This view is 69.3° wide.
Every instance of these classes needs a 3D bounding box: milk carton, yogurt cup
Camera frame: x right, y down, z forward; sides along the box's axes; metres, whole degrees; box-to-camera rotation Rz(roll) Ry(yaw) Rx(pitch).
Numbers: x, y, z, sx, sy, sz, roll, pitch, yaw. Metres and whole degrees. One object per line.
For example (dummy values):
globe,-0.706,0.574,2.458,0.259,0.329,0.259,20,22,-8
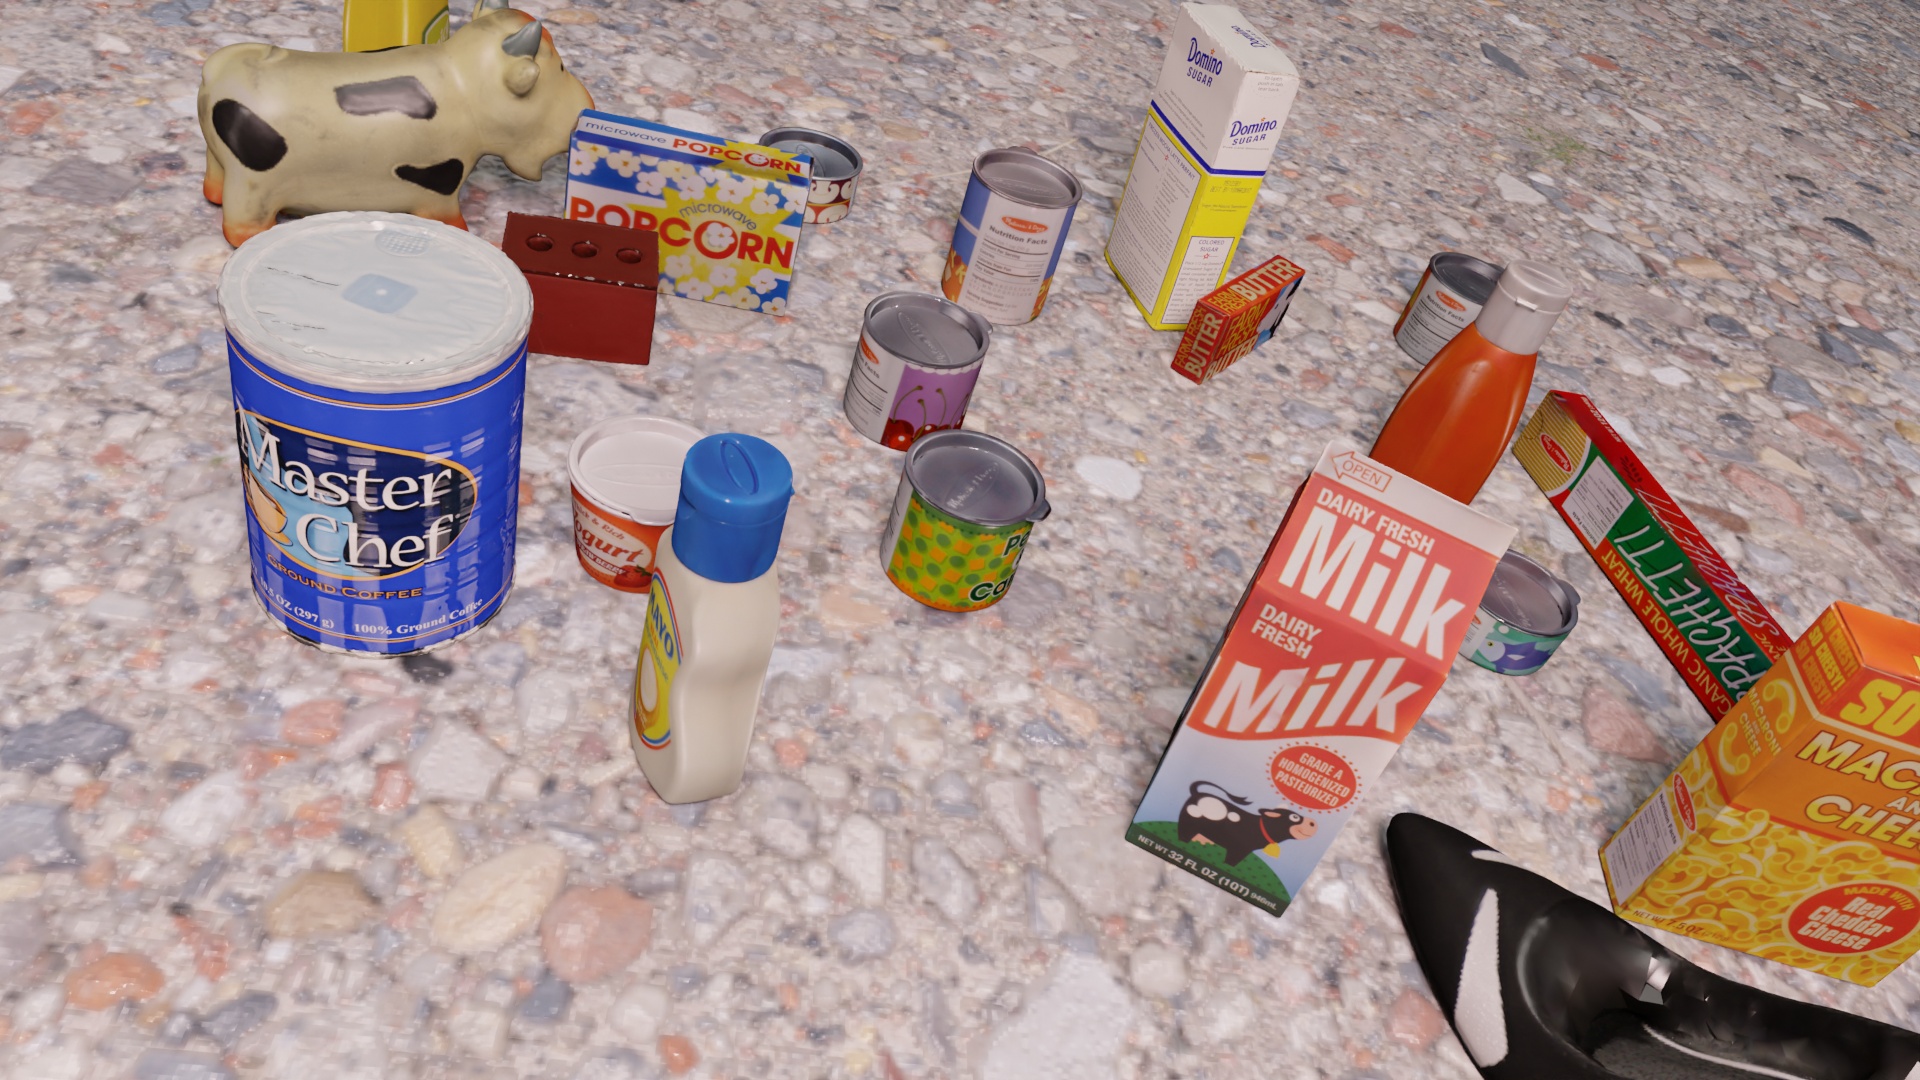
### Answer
milk carton,0.134,0.050,0.529,0.072,0.189,0.074,27,41,9
yogurt cup,-0.137,-0.014,0.603,0.072,0.053,0.073,11,41,-9

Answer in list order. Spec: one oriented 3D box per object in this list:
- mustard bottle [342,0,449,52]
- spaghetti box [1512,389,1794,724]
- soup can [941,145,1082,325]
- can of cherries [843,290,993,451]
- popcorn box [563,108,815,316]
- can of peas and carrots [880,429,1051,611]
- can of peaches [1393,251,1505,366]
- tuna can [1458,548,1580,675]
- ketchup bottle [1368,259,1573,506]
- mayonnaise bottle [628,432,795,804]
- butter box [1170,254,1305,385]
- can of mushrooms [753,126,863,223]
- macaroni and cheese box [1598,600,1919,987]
mustard bottle,-0.311,-0.292,0.767,0.049,0.159,0.066,14,40,-6
spaghetti box,0.391,0.012,0.780,0.029,0.049,0.251,2,43,-19
soup can,0.029,-0.183,0.834,0.071,0.083,0.072,11,41,-9
can of cherries,-0.021,-0.088,0.727,0.071,0.058,0.072,11,41,-9
popcorn box,-0.150,-0.178,0.758,0.127,0.084,0.038,9,41,-11
can of peas and carrots,0.002,-0.008,0.646,0.071,0.058,0.071,11,41,-9
can of peaches,0.337,-0.153,0.938,0.071,0.057,0.071,11,41,-9
tuna can,0.285,0.036,0.724,0.071,0.032,0.071,11,41,-9
ketchup bottle,0.284,-0.084,0.770,0.065,0.148,0.044,30,41,12
mayonnaise bottle,-0.091,0.028,0.501,0.041,0.147,0.065,-6,46,-27
butter box,0.173,-0.138,0.862,0.024,0.052,0.104,37,43,20
can of mushrooms,-0.099,-0.231,0.878,0.071,0.033,0.071,11,41,-9
macaroni and cheese box,0.367,0.110,0.569,0.124,0.165,0.040,16,40,-4
